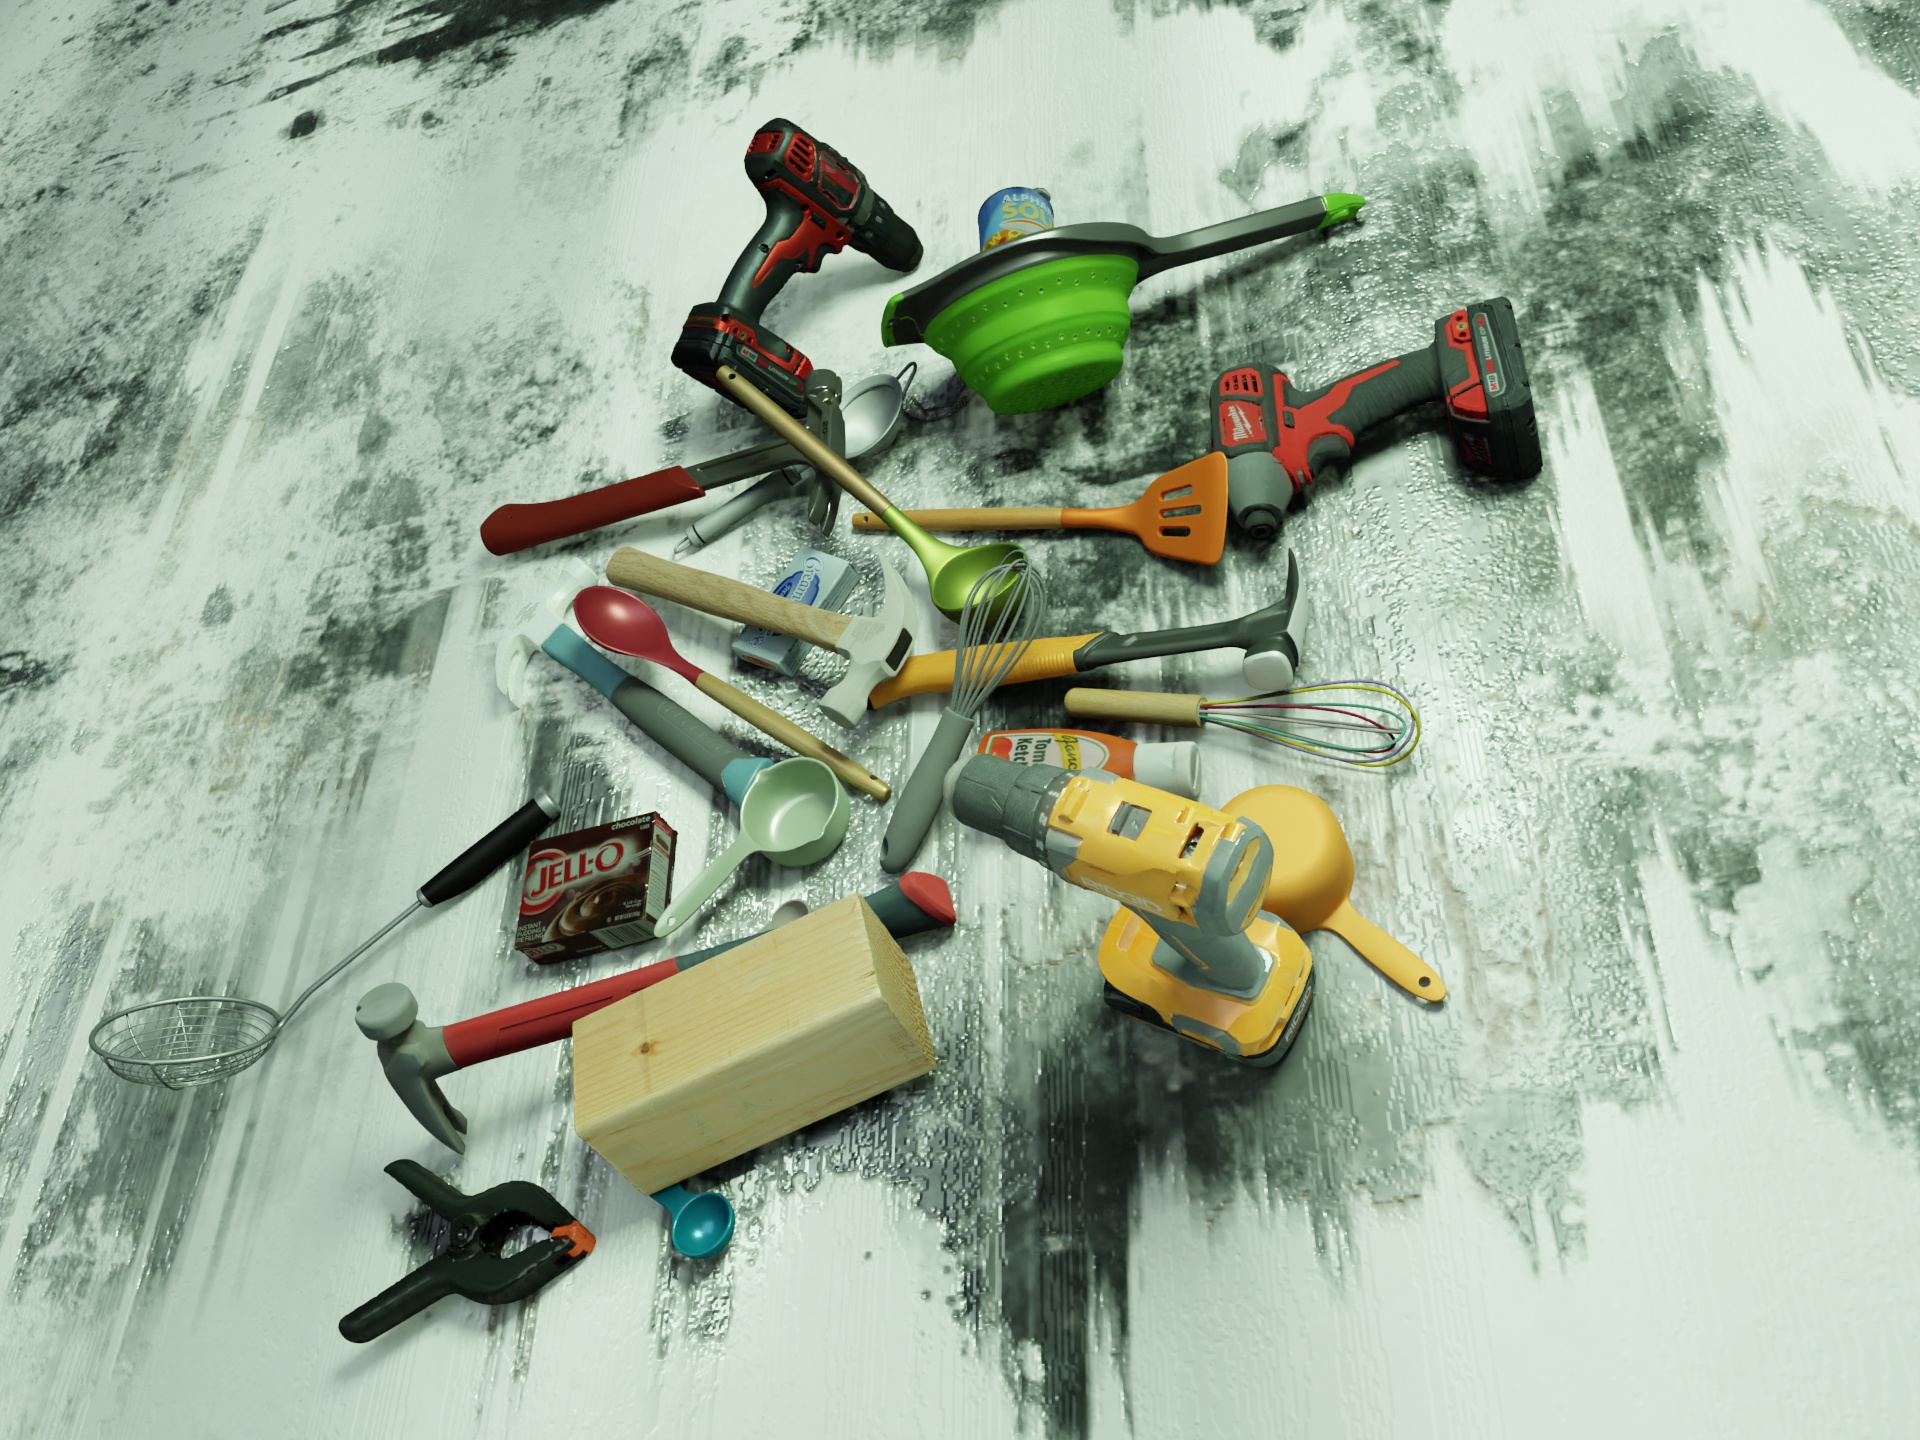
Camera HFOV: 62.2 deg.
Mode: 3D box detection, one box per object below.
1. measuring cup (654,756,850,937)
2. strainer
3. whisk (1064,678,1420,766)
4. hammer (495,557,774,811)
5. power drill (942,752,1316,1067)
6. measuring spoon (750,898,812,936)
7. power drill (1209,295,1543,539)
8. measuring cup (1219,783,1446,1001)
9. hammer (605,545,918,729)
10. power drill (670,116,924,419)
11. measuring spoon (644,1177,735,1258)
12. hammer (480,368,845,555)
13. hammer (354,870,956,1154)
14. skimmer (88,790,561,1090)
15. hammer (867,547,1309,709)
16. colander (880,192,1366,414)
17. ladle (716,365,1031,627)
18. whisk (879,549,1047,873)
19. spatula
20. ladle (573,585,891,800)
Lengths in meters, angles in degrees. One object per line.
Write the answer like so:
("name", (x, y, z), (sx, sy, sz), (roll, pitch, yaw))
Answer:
("measuring cup", (-0.147, 0.099, 1.125), (0.167, 0.038, 0.083), (-44, 52, -6))
("strainer", (-0.133, -0.210, 1.325), (0.258, 0.050, 0.087), (-32, 45, 9))
("whisk", (0.179, 0.000, 1.046), (0.245, 0.047, 0.051), (5, 48, 31))
("hammer", (-0.256, -0.019, 1.254), (0.331, 0.033, 0.128), (32, 74, 36))
("power drill", (0.097, 0.100, 0.893), (0.185, 0.226, 0.084), (17, 67, 32))
("measuring spoon", (-0.150, 0.166, 1.098), (0.124, 0.018, 0.034), (-34, 44, 8))
("power drill", (0.284, -0.205, 1.115), (0.219, 0.078, 0.143), (-11, 54, 20))
("measuring cup", (0.218, 0.104, 0.948), (0.095, 0.052, 0.174), (-43, 50, -8))
("hammer", (-0.163, -0.091, 1.229), (0.331, 0.031, 0.130), (19, 68, 39))
("power drill", (-0.133, -0.375, 1.372), (0.080, 0.187, 0.227), (16, 83, 47))
("measuring spoon", (-0.185, 0.305, 1.020), (0.129, 0.021, 0.042), (24, 64, 44))
("hammer", (-0.257, -0.185, 1.338), (0.359, 0.036, 0.149), (-11, 61, 25))
("hammer", (-0.188, 0.185, 1.060), (0.386, 0.143, 0.038), (-16, 37, -1))
("skimmer", (-0.472, 0.152, 1.199), (0.363, 0.090, 0.127), (-39, 20, -7))
("hammer", (0.075, -0.050, 1.115), (0.337, 0.034, 0.127), (-7, 34, 25))
("colander", (0.140, -0.322, 1.242), (0.397, 0.204, 0.094), (-17, 86, -6))
("ladle", (-0.074, -0.180, 1.204), (0.320, 0.062, 0.078), (41, 71, 16))
("whisk", (-0.003, -0.004, 1.078), (0.055, 0.055, 0.239), (30, 99, 36))
("spatula", (0.053, -0.155, 1.202), (0.323, 0.041, 0.081), (3, 88, 28))
("ladle", (-0.174, -0.020, 1.195), (0.316, 0.031, 0.069), (31, 36, 25))
